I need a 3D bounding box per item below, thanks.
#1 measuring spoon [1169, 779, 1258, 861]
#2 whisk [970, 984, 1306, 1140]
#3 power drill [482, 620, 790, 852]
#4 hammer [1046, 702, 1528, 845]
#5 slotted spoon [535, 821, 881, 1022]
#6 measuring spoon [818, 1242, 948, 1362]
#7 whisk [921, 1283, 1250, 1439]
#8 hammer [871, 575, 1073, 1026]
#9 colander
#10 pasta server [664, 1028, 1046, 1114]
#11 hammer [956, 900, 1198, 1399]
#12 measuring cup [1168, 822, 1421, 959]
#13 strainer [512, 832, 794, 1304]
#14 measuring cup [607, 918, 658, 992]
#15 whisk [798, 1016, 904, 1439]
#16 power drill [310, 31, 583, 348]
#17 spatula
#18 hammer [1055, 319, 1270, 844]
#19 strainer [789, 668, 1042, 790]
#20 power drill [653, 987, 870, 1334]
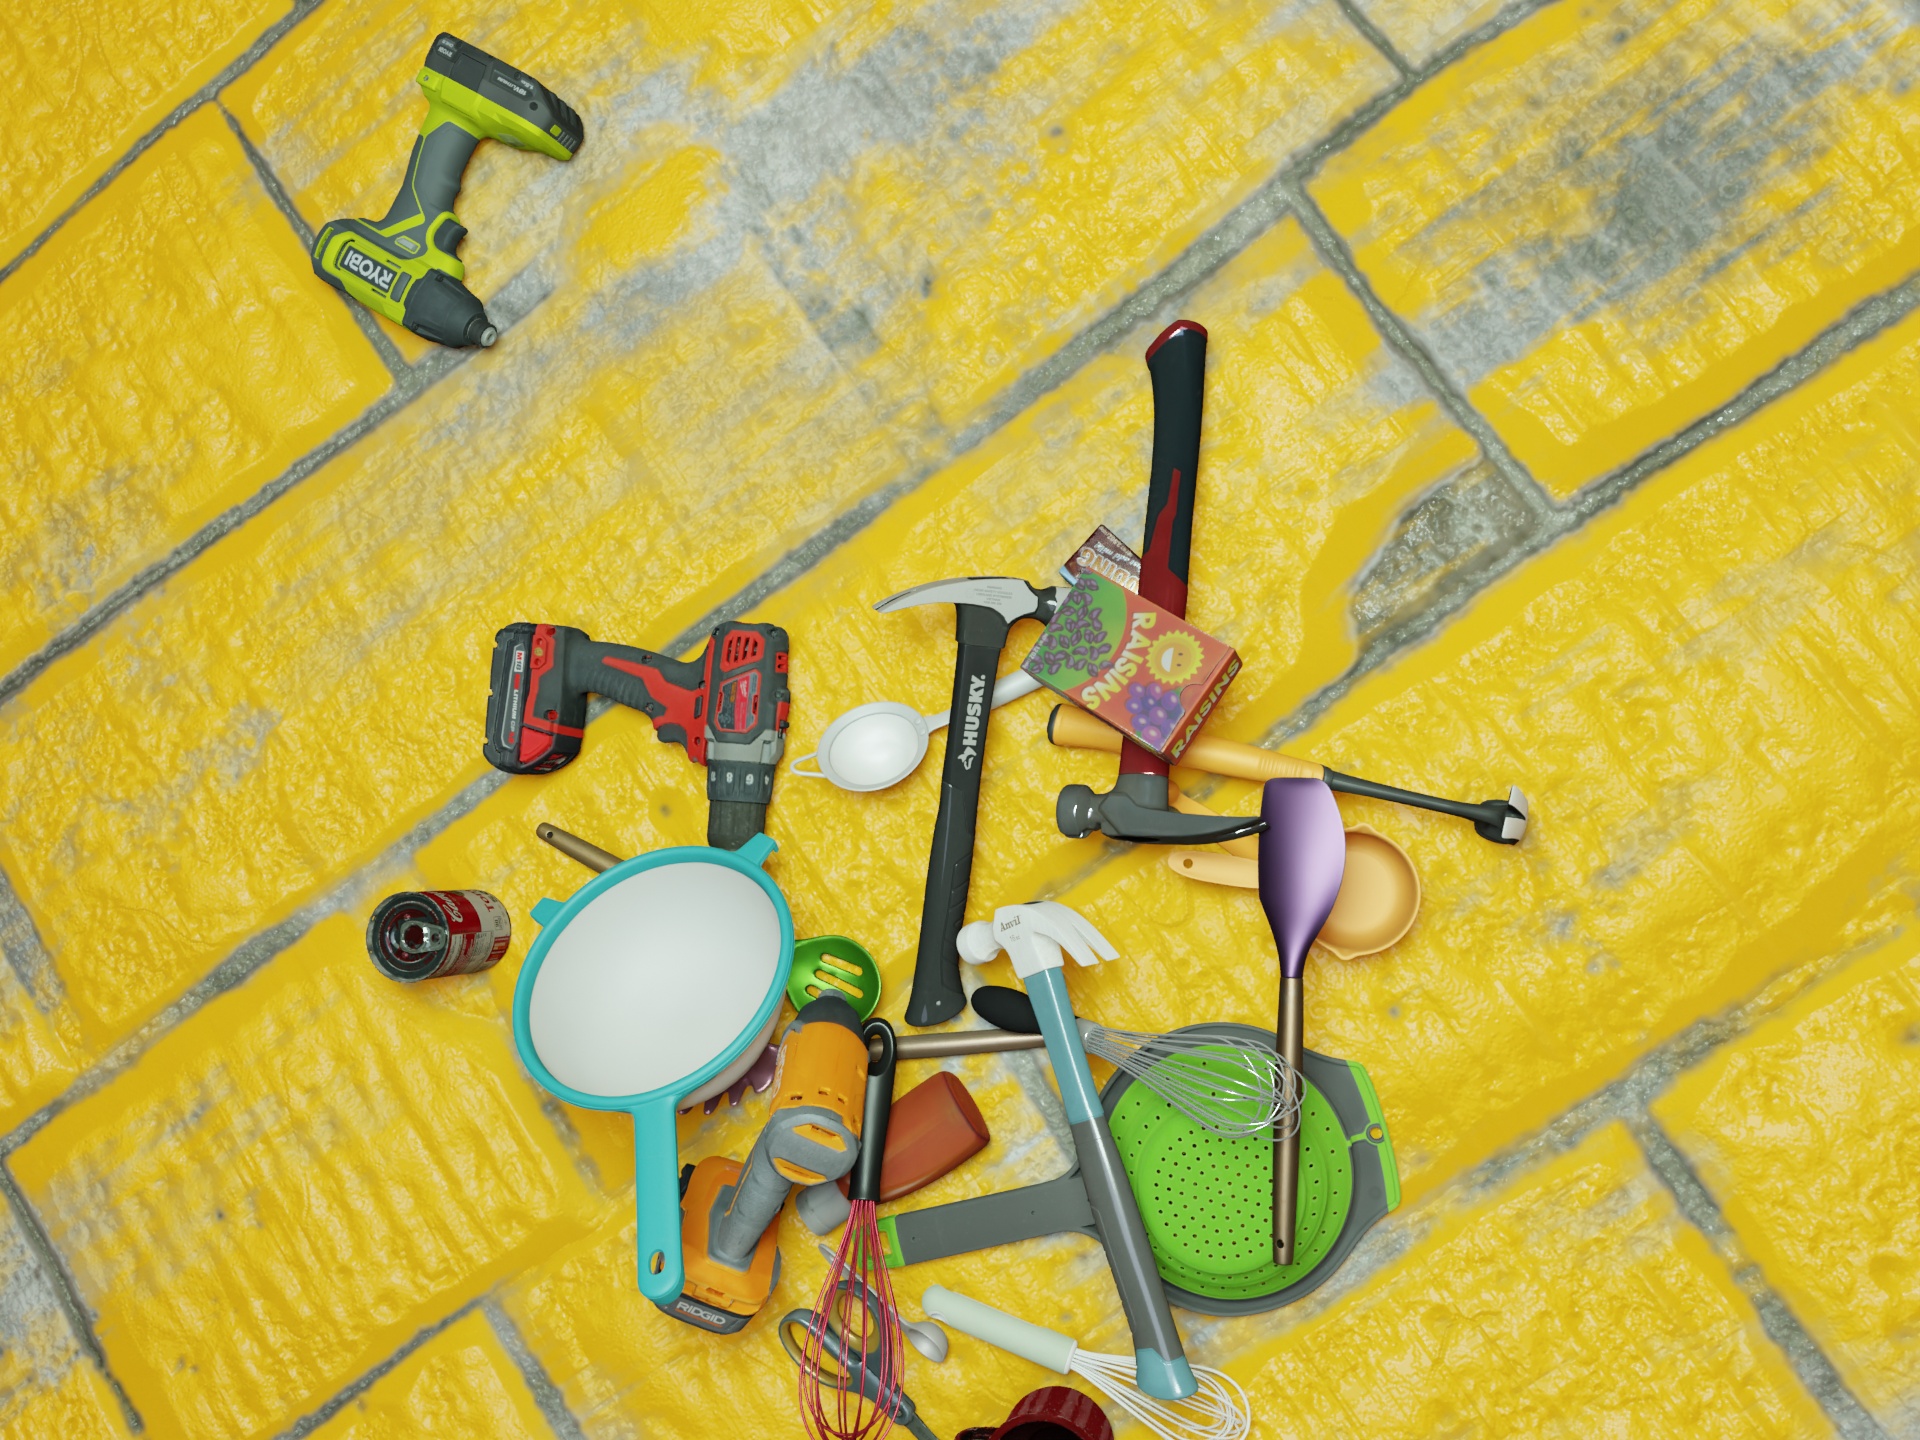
[{"bbox_3d":[0.190,0.080,1.157,0.117,0.011,0.021,35,93,13],"label":"measuring spoon"},{"bbox_3d":[0.111,0.225,1.085,0.285,0.070,0.070,9,87,45],"label":"whisk"},{"bbox_3d":[-0.244,0.013,1.224,0.227,0.080,0.188,4,86,9],"label":"power drill"},{"bbox_3d":[0.220,0.034,1.110,0.337,0.127,0.034,12,87,18],"label":"hammer"},{"bbox_3d":[-0.197,0.149,1.225,0.314,0.031,0.070,25,85,15],"label":"slotted spoon"},{"bbox_3d":[-0.055,0.425,1.176,0.124,0.034,0.018,37,52,17],"label":"measuring spoon"},{"bbox_3d":[0.086,0.456,1.133,0.246,0.057,0.059,17,55,16],"label":"whisk"},{"bbox_3d":[-0.007,0.060,1.152,0.146,0.035,0.334,5,99,-15],"label":"hammer"},{"bbox_3d":[0.104,0.337,1.110,0.397,0.094,0.204,-16,82,10],"label":"colander"},{"bbox_3d":[-0.074,0.250,1.185,0.316,0.040,0.060,-6,104,10],"label":"pasta server"},{"bbox_3d":[0.088,0.278,1.055,0.128,0.033,0.331,-33,70,48],"label":"hammer"},{"bbox_3d":[0.235,0.113,1.125,0.173,0.052,0.095,8,87,14],"label":"measuring cup"},{"bbox_3d":[-0.196,0.247,1.101,0.211,0.095,0.341,-17,48,6],"label":"strainer"},{"bbox_3d":[-0.253,0.221,1.223,0.083,0.038,0.168,-22,79,9],"label":"measuring cup"},{"bbox_3d":[-0.068,0.356,1.111,0.073,0.073,0.296,-1,69,12],"label":"whisk"},{"bbox_3d":[-0.409,-0.423,1.296,0.171,0.080,0.223,31,96,13],"label":"power drill"},{"bbox_3d":[0.219,0.195,1.043,0.060,0.018,0.316,1,84,29],"label":"spatula"},{"bbox_3d":[0.158,-0.104,1.120,0.143,0.038,0.386,1,74,25],"label":"hammer"},{"bbox_3d":[-0.002,-0.004,1.190,0.258,0.050,0.087,-25,48,3],"label":"strainer"},{"bbox_3d":[-0.133,0.302,1.122,0.084,0.164,0.226,26,116,-12],"label":"power drill"}]
